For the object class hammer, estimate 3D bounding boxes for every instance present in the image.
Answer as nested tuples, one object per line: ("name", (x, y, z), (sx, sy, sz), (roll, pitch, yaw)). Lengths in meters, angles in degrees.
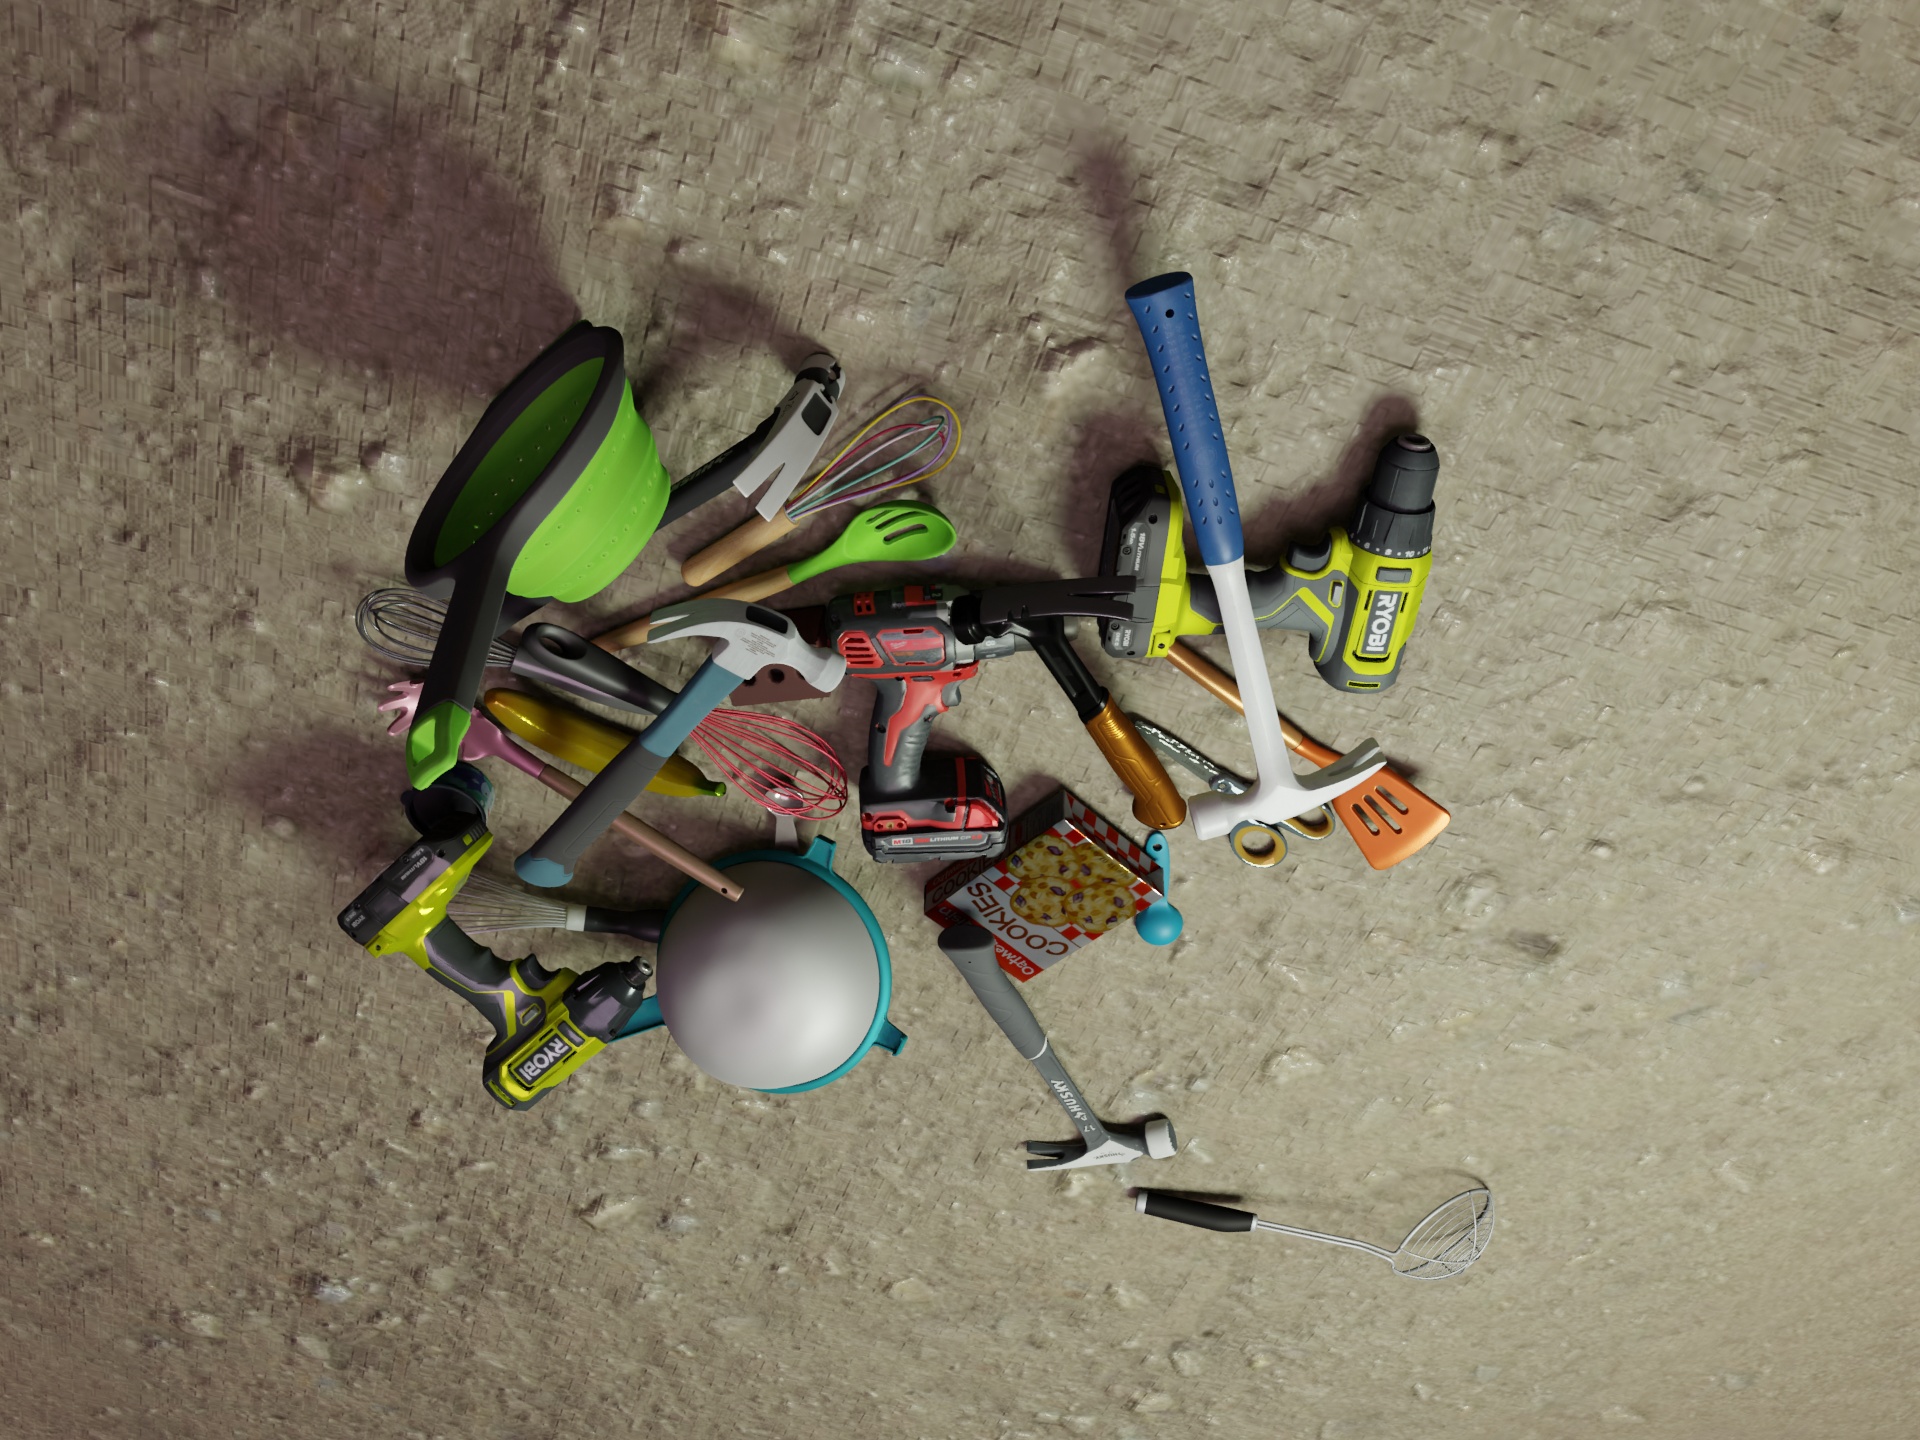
("hammer", (-0.231, 0.027, 1.175), (0.128, 0.033, 0.331), (30, 125, -26))
("hammer", (0.071, 0.308, 1.455), (0.149, 0.036, 0.408), (-16, 134, 16))
("hammer", (0.184, -0.101, 1.065), (0.144, 0.035, 0.405), (-16, 119, 5))
("hammer", (-0.223, -0.133, 1.100), (0.335, 0.146, 0.035), (-25, 121, 30))
("hammer", (0.113, -0.002, 1.169), (0.127, 0.034, 0.336), (-5, 150, 23))

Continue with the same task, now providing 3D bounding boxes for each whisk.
("whisk", (-0.201, 0.000, 1.209), (0.295, 0.073, 0.073), (30, 124, -30))
("whisk", (-0.102, -0.154, 1.123), (0.245, 0.051, 0.047), (-27, 129, 25))
("whisk", (-0.365, 0.168, 1.376), (0.284, 0.070, 0.070), (8, 128, -11))
("whisk", (-0.339, -0.045, 1.213), (0.238, 0.055, 0.055), (18, 127, -17))

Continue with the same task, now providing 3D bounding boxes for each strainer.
("strainer", (-0.227, 0.238, 1.325), (0.340, 0.095, 0.211), (-20, 91, 14))

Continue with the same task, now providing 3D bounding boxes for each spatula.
("spatula", (0.247, 0.009, 1.243), (0.322, 0.041, 0.081), (34, 123, -21))

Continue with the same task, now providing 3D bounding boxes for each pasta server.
("pasta server", (-0.310, 0.059, 1.258), (0.316, 0.040, 0.060), (33, 118, -5))

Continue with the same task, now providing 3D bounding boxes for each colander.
("colander", (-0.250, -0.088, 0.955), (0.204, 0.398, 0.094), (-34, 126, 25))

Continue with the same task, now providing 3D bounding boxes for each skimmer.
("skimmer", (0.365, 0.505, 1.641), (0.363, 0.090, 0.127), (9, 131, 7))

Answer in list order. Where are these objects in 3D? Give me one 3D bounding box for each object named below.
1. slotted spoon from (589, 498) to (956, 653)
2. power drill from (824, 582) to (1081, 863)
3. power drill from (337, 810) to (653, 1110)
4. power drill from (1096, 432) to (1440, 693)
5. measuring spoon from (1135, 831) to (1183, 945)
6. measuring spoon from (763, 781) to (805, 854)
("slotted spoon", (-0.148, -0.101, 1.174), (0.314, 0.031, 0.070), (-19, 147, 18))
("power drill", (-0.002, -0.004, 1.219), (0.188, 0.080, 0.226), (-4, 125, -1))
("power drill", (-0.371, 0.189, 1.285), (0.171, 0.080, 0.223), (-40, 99, 15))
("power drill", (0.219, -0.116, 1.123), (0.228, 0.080, 0.190), (3, 124, -4))
("measuring spoon", (0.170, 0.149, 1.367), (0.042, 0.021, 0.128), (-4, 128, 5))
("measuring spoon", (-0.146, 0.093, 1.340), (0.034, 0.018, 0.124), (4, 135, 1))
